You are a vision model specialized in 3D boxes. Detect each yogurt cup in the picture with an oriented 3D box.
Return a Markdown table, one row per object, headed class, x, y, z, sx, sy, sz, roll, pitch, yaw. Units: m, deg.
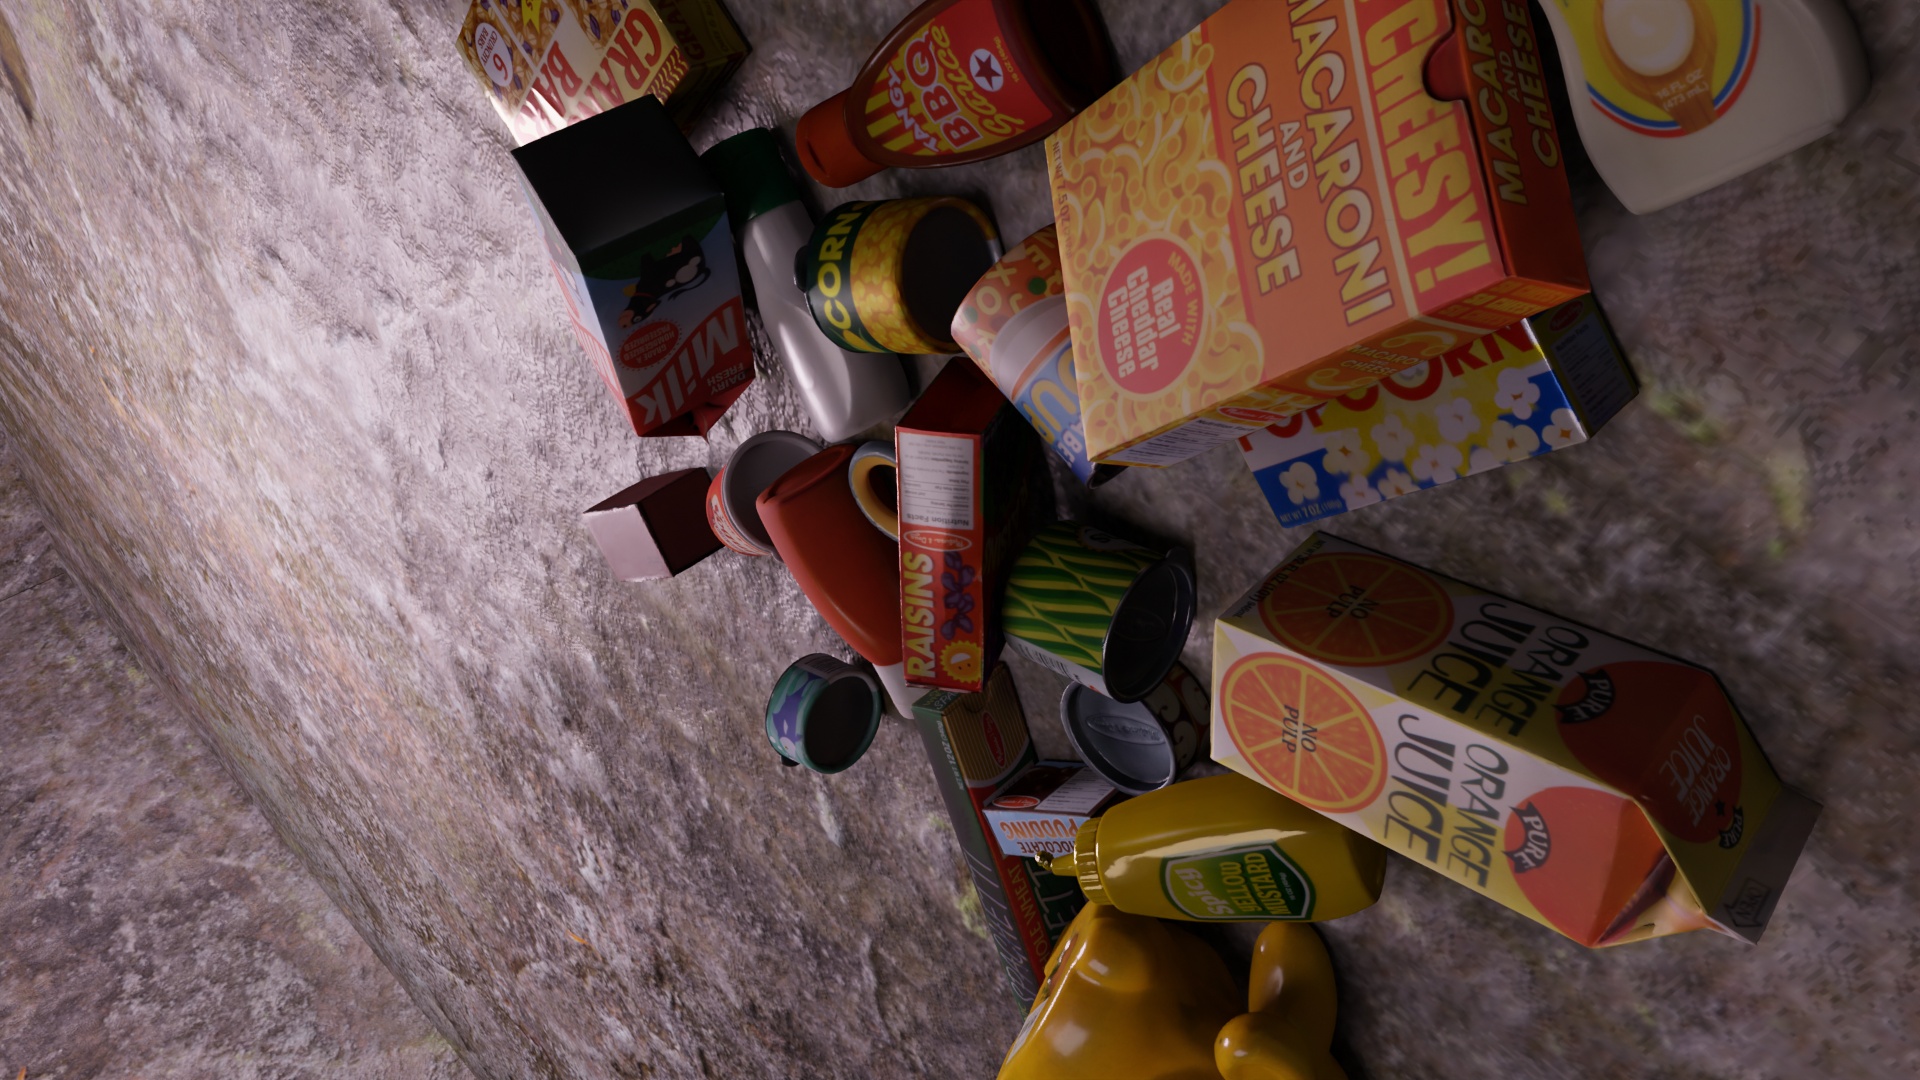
| class | x | y | z | sx | sy | sz | roll | pitch | yaw |
| --- | --- | --- | --- | --- | --- | --- | --- | --- | --- |
| yogurt cup | -0.104 | -0.022 | 0.754 | 0.072 | 0.073 | 0.054 | 60 | 152 | -6 |

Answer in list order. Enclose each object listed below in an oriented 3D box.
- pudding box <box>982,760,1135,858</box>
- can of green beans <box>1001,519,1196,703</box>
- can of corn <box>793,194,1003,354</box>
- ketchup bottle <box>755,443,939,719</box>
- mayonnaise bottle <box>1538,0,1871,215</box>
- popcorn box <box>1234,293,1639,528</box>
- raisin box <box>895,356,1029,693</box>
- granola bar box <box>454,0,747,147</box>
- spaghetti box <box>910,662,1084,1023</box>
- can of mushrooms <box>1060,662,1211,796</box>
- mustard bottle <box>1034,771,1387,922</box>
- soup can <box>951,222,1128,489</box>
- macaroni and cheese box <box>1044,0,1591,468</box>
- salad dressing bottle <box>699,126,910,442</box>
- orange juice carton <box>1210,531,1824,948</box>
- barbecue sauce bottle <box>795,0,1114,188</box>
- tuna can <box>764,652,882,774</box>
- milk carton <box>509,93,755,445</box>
| class | x | y | z | sx | sy | sz | roll | pitch | yaw |
| --- | --- | --- | --- | --- | --- | --- | --- | --- | --- |
| pudding box | 0.058 | 0.137 | 0.704 | 0.083 | 0.050 | 0.030 | -9 | 109 | 50 |
| can of green beans | 0.060 | 0.030 | 0.605 | 0.058 | 0.071 | 0.071 | 23 | 133 | 37 |
| can of corn | -0.025 | -0.112 | 0.587 | 0.058 | 0.071 | 0.071 | 8 | 123 | 44 |
| ketchup bottle | -0.047 | 0.026 | 0.729 | 0.043 | 0.065 | 0.148 | 9 | 131 | 55 |
| mayonnaise bottle | 0.168 | -0.161 | 0.355 | 0.064 | 0.041 | 0.148 | -25 | 99 | 52 |
| popcorn box | 0.143 | -0.060 | 0.464 | 0.126 | 0.038 | 0.085 | -21 | 100 | 53 |
| raisin box | 0.002 | -0.008 | 0.607 | 0.040 | 0.086 | 0.122 | 6 | 118 | 13 |
| granola bar box | -0.183 | -0.245 | 0.690 | 0.124 | 0.039 | 0.165 | 58 | 144 | -3 |
| spaghetti box | 0.034 | 0.184 | 0.767 | 0.028 | 0.050 | 0.249 | 7 | 123 | 48 |
| can of mushrooms | 0.082 | 0.082 | 0.648 | 0.071 | 0.033 | 0.070 | 29 | 137 | 32 |
| mustard bottle | 0.103 | 0.139 | 0.615 | 0.160 | 0.049 | 0.065 | -14 | 117 | 30 |
| soup can | 0.046 | -0.071 | 0.538 | 0.084 | 0.072 | 0.071 | 49 | 143 | 10 |
| macaroni and cheese box | 0.097 | -0.104 | 0.432 | 0.166 | 0.040 | 0.124 | -23 | 69 | 52 |
| salad dressing bottle | -0.075 | -0.121 | 0.662 | 0.064 | 0.044 | 0.147 | -11 | 108 | 58 |
| orange juice carton | 0.188 | 0.072 | 0.488 | 0.193 | 0.072 | 0.072 | 24 | 134 | 36 |
| barbecue sauce bottle | -0.010 | -0.175 | 0.545 | 0.148 | 0.044 | 0.064 | -6 | 120 | 51 |
| tuna can | -0.081 | 0.105 | 0.819 | 0.033 | 0.071 | 0.070 | 17 | 129 | 40 |
| milk carton | -0.154 | -0.120 | 0.694 | 0.072 | 0.073 | 0.189 | 55 | 163 | 21 |
